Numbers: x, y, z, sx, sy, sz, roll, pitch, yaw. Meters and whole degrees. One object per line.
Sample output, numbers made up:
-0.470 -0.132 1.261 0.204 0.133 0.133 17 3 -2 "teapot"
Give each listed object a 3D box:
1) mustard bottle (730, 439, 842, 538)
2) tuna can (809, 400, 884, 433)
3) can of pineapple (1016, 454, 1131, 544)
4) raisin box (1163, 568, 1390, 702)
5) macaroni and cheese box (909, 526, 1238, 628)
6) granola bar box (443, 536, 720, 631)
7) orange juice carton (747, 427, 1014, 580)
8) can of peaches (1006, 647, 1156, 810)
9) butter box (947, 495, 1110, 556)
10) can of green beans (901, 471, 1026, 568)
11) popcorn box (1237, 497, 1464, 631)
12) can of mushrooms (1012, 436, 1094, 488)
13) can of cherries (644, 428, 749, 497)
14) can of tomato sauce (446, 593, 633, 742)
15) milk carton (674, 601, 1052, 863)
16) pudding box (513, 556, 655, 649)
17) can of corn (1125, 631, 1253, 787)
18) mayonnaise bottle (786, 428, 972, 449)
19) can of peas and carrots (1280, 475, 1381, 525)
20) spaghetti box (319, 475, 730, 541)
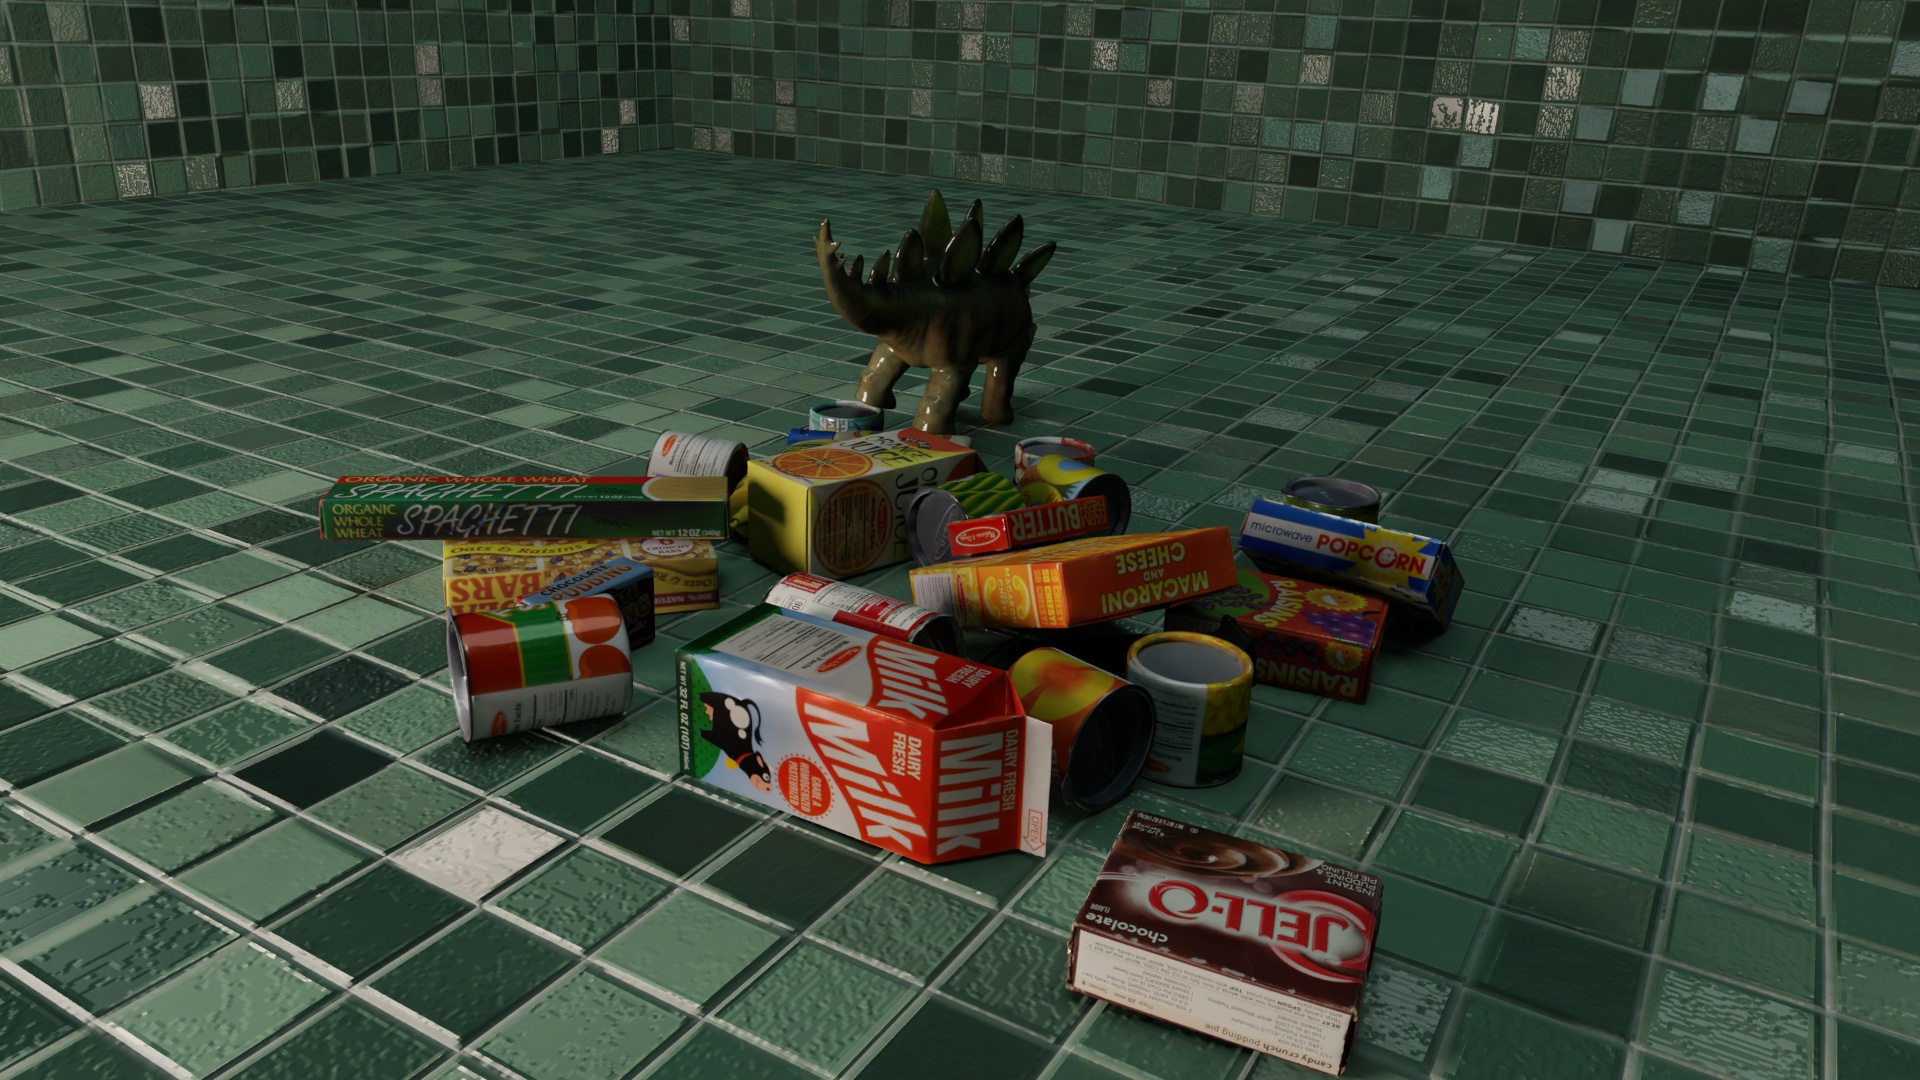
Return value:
-0.129 -0.034 1.025 0.065 0.048 0.161 9 22 20 "mustard bottle"
-0.101 -0.099 1.217 0.071 0.032 0.071 2 21 -1 "tuna can"
0.078 -0.023 0.998 0.071 0.070 0.058 -15 27 -38 "can of pineapple"
0.194 0.053 0.851 0.123 0.040 0.086 11 22 19 "raisin box"
0.064 0.024 0.834 0.124 0.040 0.166 -11 3 -31 "macaroni and cheese box"
-0.250 0.011 0.909 0.166 0.039 0.124 -5 22 -19 "granola bar box"
-0.053 -0.031 0.993 0.193 0.072 0.072 -16 27 -40 "orange juice carton"
0.053 0.094 0.693 0.071 0.071 0.058 -17 28 -41 "can of peaches"
0.046 -0.010 0.908 0.104 0.024 0.053 -11 2 -44 "butter box"
0.005 -0.010 0.954 0.071 0.071 0.058 21 27 39 "can of green beans"
0.253 0.015 0.903 0.127 0.038 0.085 16 -11 32 "popcorn box"
0.078 -0.060 1.138 0.071 0.033 0.071 3 20 -1 "can of mushrooms"
-0.192 -0.043 1.018 0.058 0.071 0.072 10 22 7 "can of cherries"
-0.223 0.064 0.733 0.083 0.071 0.071 -8 23 -27 "can of tomato sauce"
-0.042 0.094 0.673 0.190 0.072 0.074 13 23 28 "milk carton"
-0.218 0.045 0.808 0.030 0.049 0.084 17 25 30 "pudding box"
0.119 0.086 0.730 0.071 0.058 0.071 2 21 -1 "can of corn"
-0.066 -0.068 1.130 0.148 0.041 0.065 5 18 3 "mayonnaise bottle"
0.260 -0.008 0.990 0.071 0.058 0.071 2 21 -1 "can of peas and carrots"
-0.274 -0.021 0.890 0.250 0.028 0.050 0 21 -9 "spaghetti box"
